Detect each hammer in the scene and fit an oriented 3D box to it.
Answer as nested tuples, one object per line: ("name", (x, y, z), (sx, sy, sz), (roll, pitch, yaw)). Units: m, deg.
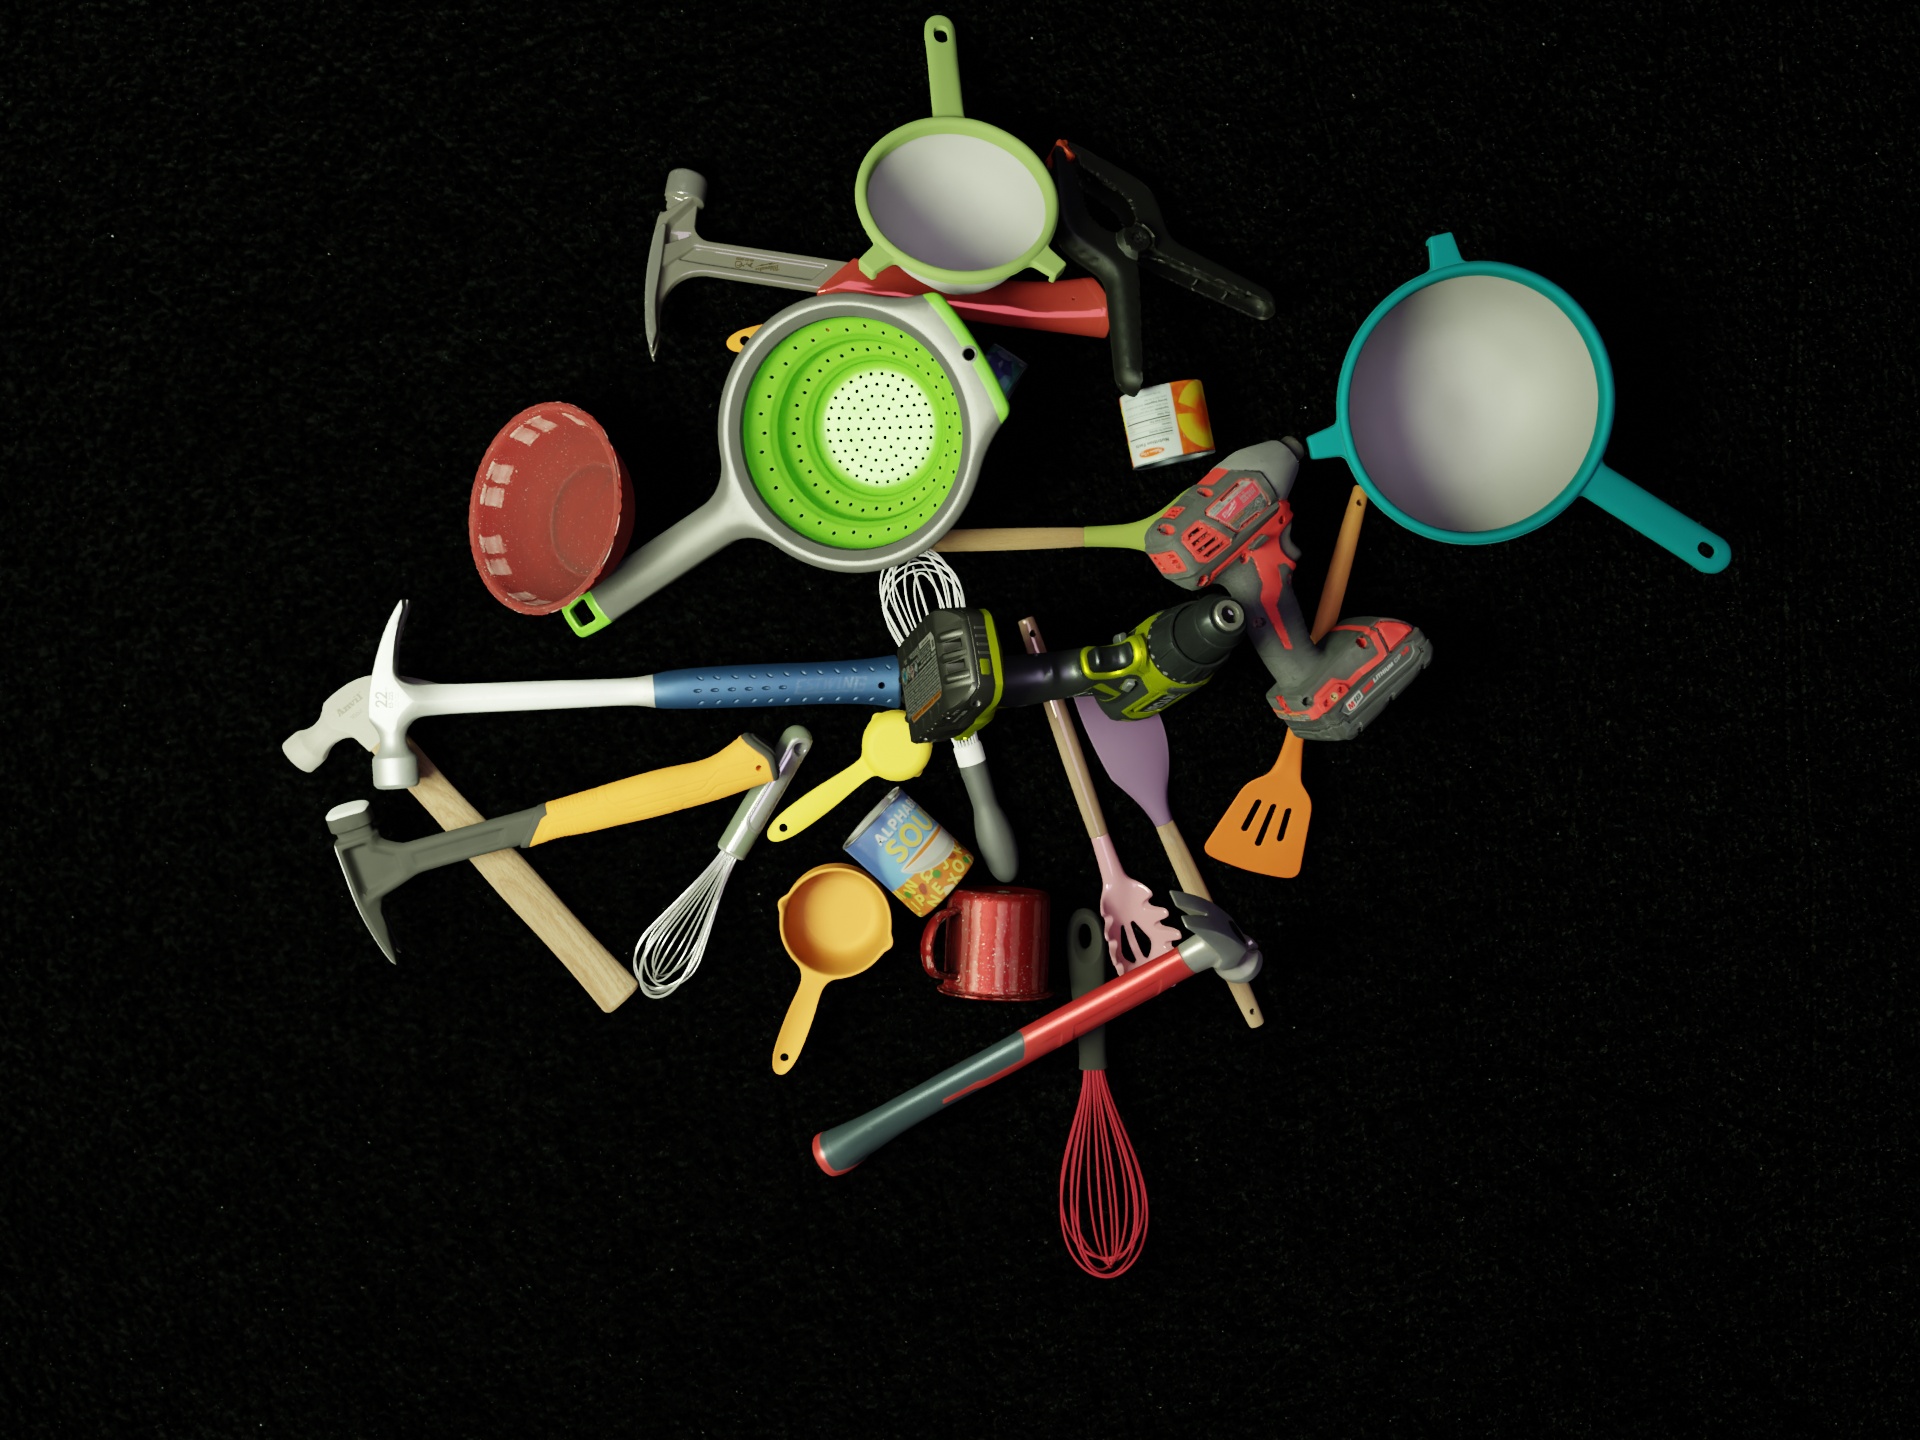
("hammer", (-0.376, 0.098, 1.263), (0.130, 0.031, 0.331), (-41, 95, 1))
("hammer", (-0.061, -0.330, 1.236), (0.359, 0.036, 0.149), (7, 80, -4))
("hammer", (-0.302, 0.082, 1.226), (0.337, 0.034, 0.127), (-16, 107, -5))
("hammer", (-0.250, -0.029, 1.237), (0.405, 0.035, 0.144), (-3, 94, -8))
("hammer", (0.040, 0.249, 1.222), (0.386, 0.143, 0.038), (-31, 56, 14))

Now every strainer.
("strainer", (0.442, -0.211, 1.245), (0.340, 0.095, 0.211), (30, 94, -6))
("strainer", (-0.010, -0.421, 1.215), (0.151, 0.069, 0.257), (-2, 66, -8))

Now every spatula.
("spatula", (0.279, -0.033, 1.286), (0.081, 0.041, 0.322), (16, 89, -2))
("spatula", (0.178, 0.105, 1.292), (0.060, 0.018, 0.316), (-25, 93, -4))

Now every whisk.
("whisk", (-0.186, 0.111, 1.265), (0.057, 0.059, 0.246), (33, 87, -44))
("whisk", (0.109, 0.300, 1.285), (0.073, 0.073, 0.296), (-4, 87, -2))
("whisk", (-0.003, -0.004, 1.262), (0.070, 0.070, 0.284), (-17, 100, -1))

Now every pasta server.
("pasta server", (0.106, 0.067, 1.277), (0.060, 0.040, 0.316), (-20, 93, -13))

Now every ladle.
("ladle", (0.072, -0.145, 1.267), (0.320, 0.062, 0.078), (-1, 94, 5))

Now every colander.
("colander", (-0.140, -0.181, 1.236), (0.397, 0.094, 0.204), (-30, 95, 18))

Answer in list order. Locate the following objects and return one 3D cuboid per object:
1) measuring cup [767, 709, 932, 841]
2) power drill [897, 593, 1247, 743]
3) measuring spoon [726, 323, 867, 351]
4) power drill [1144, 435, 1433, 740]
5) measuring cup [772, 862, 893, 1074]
("measuring cup", (-0.090, 0.050, 1.271), (0.156, 0.029, 0.062), (-36, 94, -1))
("power drill", (0.083, -0.043, 1.165), (0.228, 0.190, 0.080), (-5, 77, -19))
("measuring spoon", (-0.128, -0.309, 1.256), (0.117, 0.011, 0.021), (-12, 94, -2))
("power drill", (0.252, -0.102, 1.210), (0.143, 0.078, 0.219), (-43, 104, -13))
("measuring cup", (-0.114, 0.196, 1.270), (0.095, 0.052, 0.173), (21, 94, -3))
